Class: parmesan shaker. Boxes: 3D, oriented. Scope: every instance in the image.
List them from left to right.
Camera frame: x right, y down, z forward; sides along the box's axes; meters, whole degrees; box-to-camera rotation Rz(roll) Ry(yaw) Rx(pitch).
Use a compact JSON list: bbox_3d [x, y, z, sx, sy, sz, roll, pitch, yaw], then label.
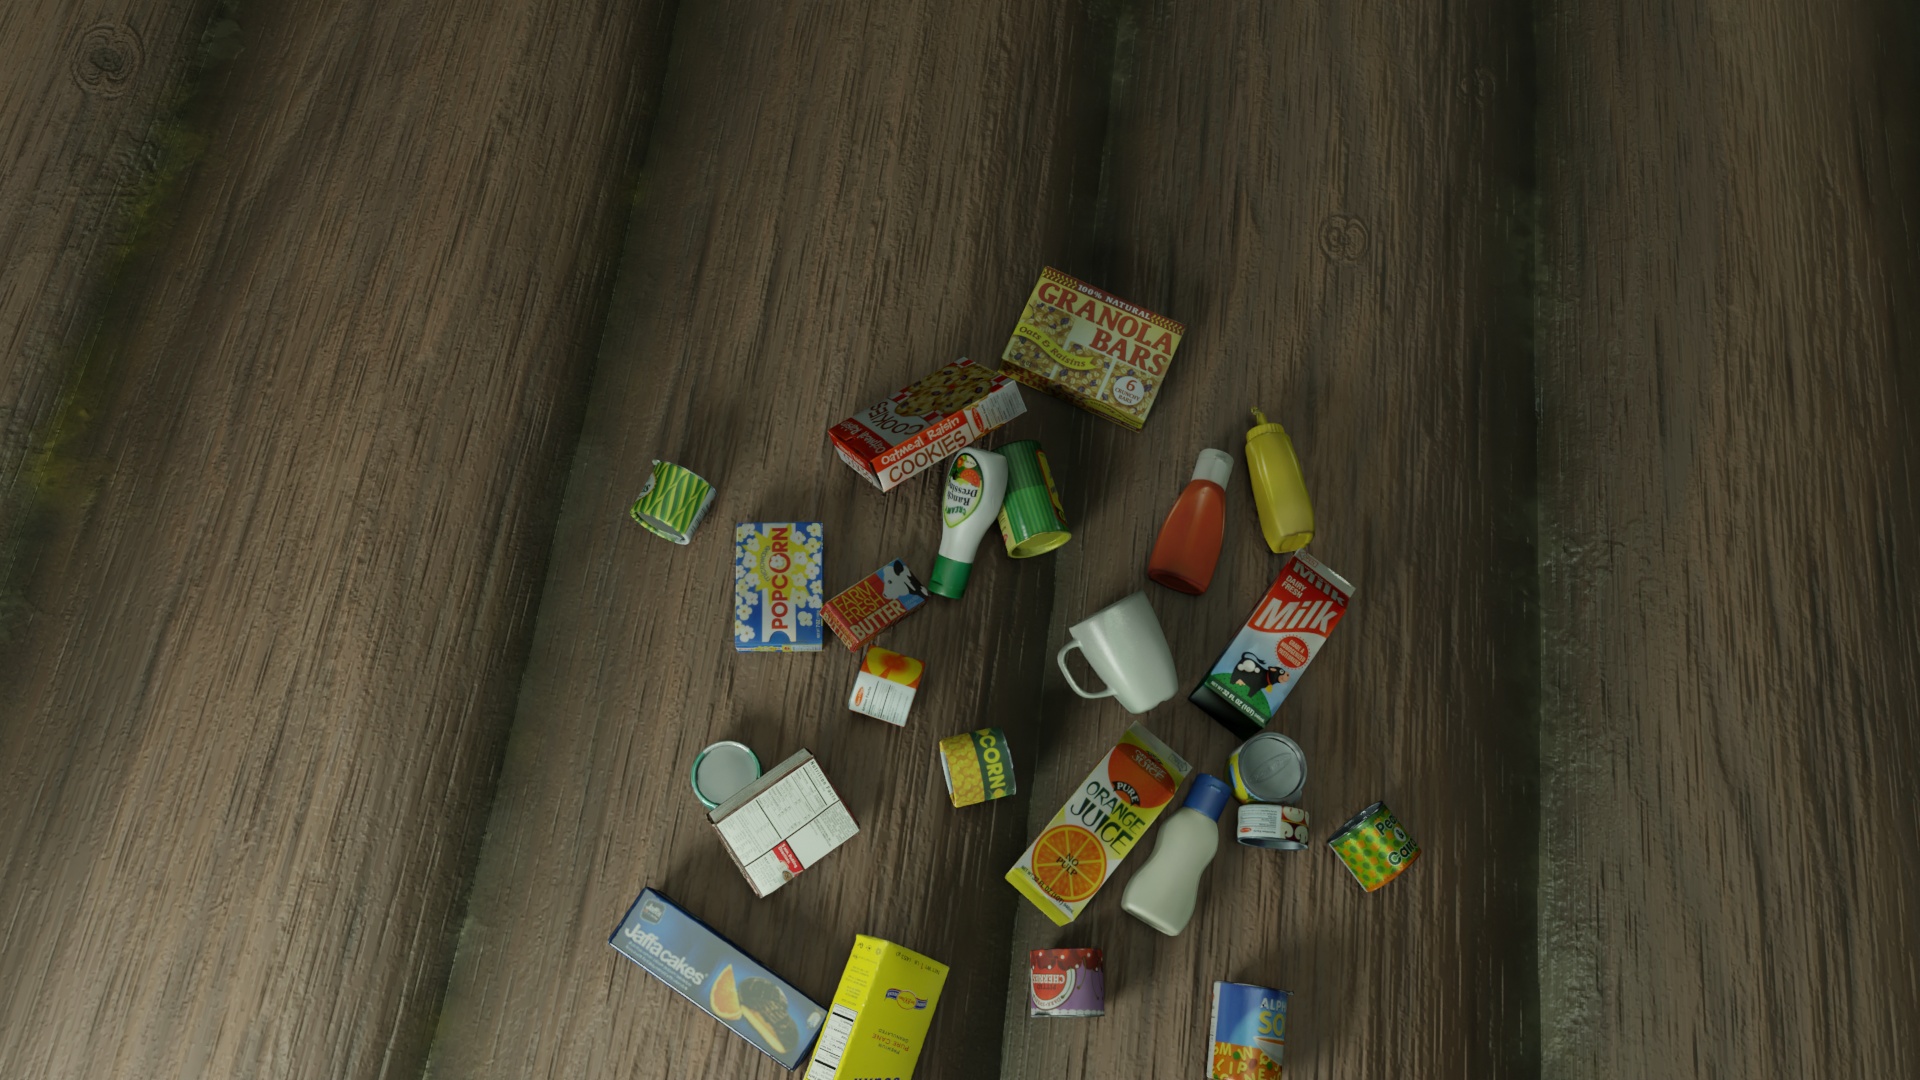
[{"bbox_3d":[0.065,-0.043,1.393,0.071,0.071,0.103,-14,73,-9],"label":"parmesan shaker"}]

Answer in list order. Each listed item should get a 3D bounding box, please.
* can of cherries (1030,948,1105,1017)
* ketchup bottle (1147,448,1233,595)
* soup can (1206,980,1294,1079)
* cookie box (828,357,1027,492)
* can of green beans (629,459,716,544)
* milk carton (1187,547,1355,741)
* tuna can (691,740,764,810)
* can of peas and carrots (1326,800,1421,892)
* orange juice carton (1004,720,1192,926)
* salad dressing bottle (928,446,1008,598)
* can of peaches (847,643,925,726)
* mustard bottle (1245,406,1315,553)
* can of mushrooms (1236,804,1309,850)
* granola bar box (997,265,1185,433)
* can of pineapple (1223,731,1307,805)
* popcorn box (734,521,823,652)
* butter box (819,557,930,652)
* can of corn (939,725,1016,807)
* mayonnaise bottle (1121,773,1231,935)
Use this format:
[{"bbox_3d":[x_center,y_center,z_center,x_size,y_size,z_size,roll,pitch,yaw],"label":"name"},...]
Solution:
[{"bbox_3d":[0.094,0.397,1.245,0.071,0.071,0.058,1,71,-4],"label":"can of cherries"},{"bbox_3d":[0.242,-0.022,1.415,0.065,0.043,0.149,21,71,2],"label":"ketchup bottle"},{"bbox_3d":[0.260,0.442,1.244,0.071,0.071,0.084,9,71,-1],"label":"soup can"},{"bbox_3d":[-0.036,-0.120,1.389,0.168,0.123,0.040,-30,118,-13],"label":"cookie box"},{"bbox_3d":[-0.283,-0.037,1.366,0.071,0.071,0.058,25,72,4],"label":"can of green beans"},{"bbox_3d":[0.311,0.097,1.365,0.072,0.073,0.191,38,72,8],"label":"milk carton"},{"bbox_3d":[-0.218,0.224,1.299,0.071,0.032,0.071,1,71,-4],"label":"tuna can"},{"bbox_3d":[0.391,0.287,1.307,0.071,0.070,0.059,-34,78,-14],"label":"can of peas and carrots"},{"bbox_3d":[0.132,0.260,1.294,0.072,0.072,0.193,40,72,9],"label":"orange juice carton"},{"bbox_3d":[0.005,-0.017,1.368,0.064,0.044,0.147,20,98,43],"label":"salad dressing bottle"},{"bbox_3d":[-0.069,0.137,1.325,0.058,0.071,0.071,18,71,2],"label":"can of peaches"},{"bbox_3d":[0.324,-0.070,1.429,0.049,0.065,0.161,-8,68,-3],"label":"mustard bottle"},{"bbox_3d":[0.296,0.271,1.309,0.071,0.070,0.033,8,70,-2],"label":"can of mushrooms"},{"bbox_3d":[0.140,-0.203,1.472,0.165,0.039,0.124,24,71,3],"label":"granola bar box"},{"bbox_3d":[0.291,0.223,1.328,0.071,0.057,0.071,1,71,-4],"label":"can of pineapple"},{"bbox_3d":[-0.177,0.045,1.361,0.085,0.038,0.127,0,71,-6],"label":"popcorn box"},{"bbox_3d":[-0.083,0.062,1.351,0.104,0.024,0.053,-33,76,-39],"label":"butter box"},{"bbox_3d":[0.016,0.212,1.302,0.058,0.071,0.071,-12,73,-8],"label":"can of corn"},{"bbox_3d":[0.209,0.292,1.307,0.065,0.041,0.148,29,70,4],"label":"mayonnaise bottle"}]
